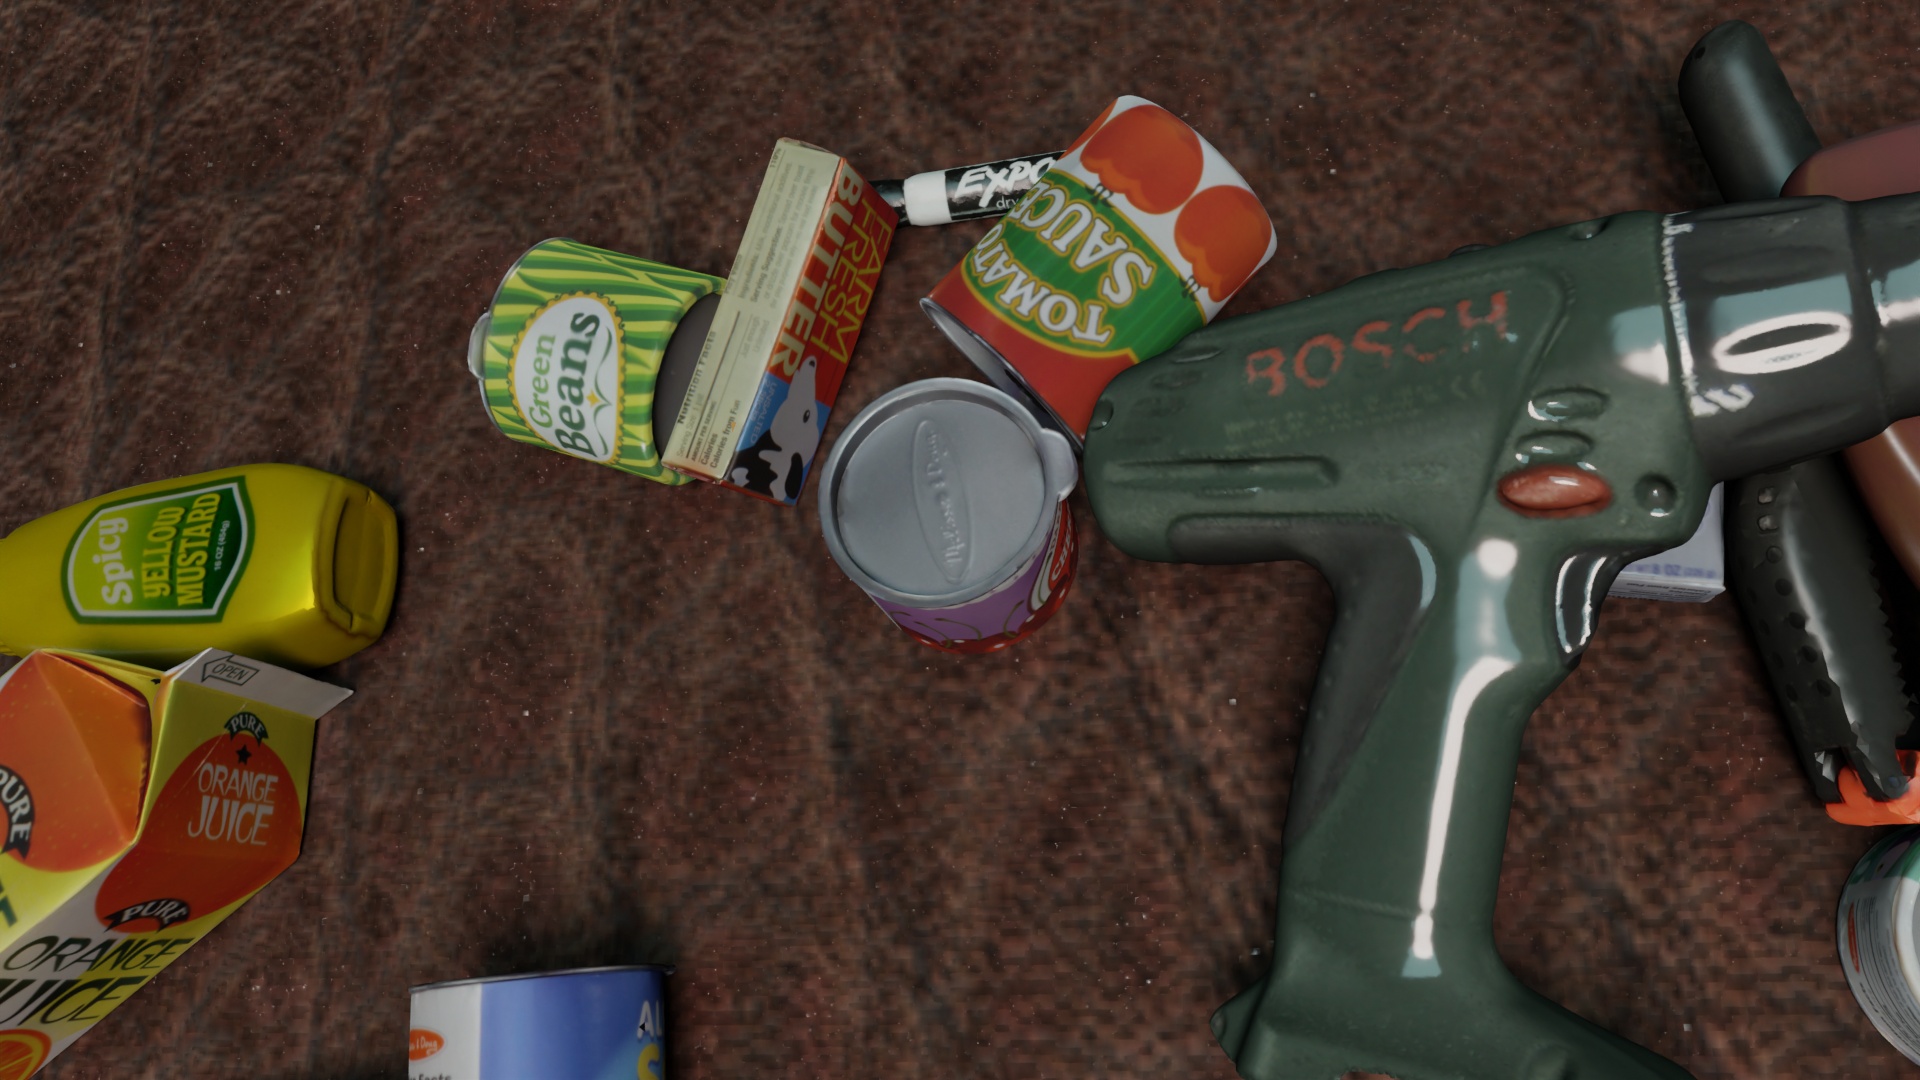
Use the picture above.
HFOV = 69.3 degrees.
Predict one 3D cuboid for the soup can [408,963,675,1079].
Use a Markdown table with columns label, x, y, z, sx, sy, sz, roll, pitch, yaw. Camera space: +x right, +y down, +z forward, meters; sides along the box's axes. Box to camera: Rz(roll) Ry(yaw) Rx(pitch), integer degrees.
| label | x | y | z | sx | sy | sz | roll | pitch | yaw |
| --- | --- | --- | --- | --- | --- | --- | --- | --- | --- |
| soup can | -0.107 | 0.157 | 0.364 | 0.071 | 0.071 | 0.084 | -9 | 72 | 8 |

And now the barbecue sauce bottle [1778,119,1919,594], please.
| label | x | y | z | sx | sy | sz | roll | pitch | yaw |
| --- | --- | --- | --- | --- | --- | --- | --- | --- | --- |
| barbecue sauce bottle | 0.235 | -0.022 | 0.315 | 0.065 | 0.043 | 0.149 | -8 | 76 | 16 |

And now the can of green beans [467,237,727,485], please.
| label | x | y | z | sx | sy | sz | roll | pitch | yaw |
| --- | --- | --- | --- | --- | --- | --- | --- | --- | --- |
| can of green beans | -0.105 | -0.055 | 0.432 | 0.058 | 0.071 | 0.071 | 16 | 76 | 15 |

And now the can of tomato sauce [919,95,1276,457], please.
| label | x | y | z | sx | sy | sz | roll | pitch | yaw |
| --- | --- | --- | --- | --- | --- | --- | --- | --- | --- |
| can of tomato sauce | 0.040 | -0.077 | 0.404 | 0.083 | 0.071 | 0.071 | -46 | 70 | 0 |

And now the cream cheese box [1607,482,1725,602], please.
| label | x | y | z | sx | sy | sz | roll | pitch | yaw |
| --- | --- | --- | --- | --- | --- | --- | --- | --- | --- |
| cream cheese box | 0.155 | -0.013 | 0.388 | 0.104 | 0.024 | 0.053 | 3 | 72 | 12 |

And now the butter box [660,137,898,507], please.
| label | x | y | z | sx | sy | sz | roll | pitch | yaw |
| --- | --- | --- | --- | --- | --- | --- | --- | --- | --- |
| butter box | -0.052 | -0.064 | 0.421 | 0.024 | 0.053 | 0.103 | 19 | 88 | 17 |

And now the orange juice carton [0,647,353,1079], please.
| label | x | y | z | sx | sy | sz | roll | pitch | yaw |
| --- | --- | --- | --- | --- | --- | --- | --- | --- | --- |
| orange juice carton | -0.276 | 0.099 | 0.411 | 0.193 | 0.071 | 0.073 | -39 | 70 | -3 |

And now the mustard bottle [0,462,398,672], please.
| label | x | y | z | sx | sy | sz | roll | pitch | yaw |
| --- | --- | --- | --- | --- | --- | --- | --- | --- | --- |
| mustard bottle | -0.265 | 0.015 | 0.449 | 0.160 | 0.048 | 0.065 | -7 | 68 | 9 |

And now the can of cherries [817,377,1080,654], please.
| label | x | y | z | sx | sy | sz | roll | pitch | yaw |
| --- | --- | --- | --- | --- | --- | --- | --- | --- | --- |
| can of cherries | 0.001 | -0.005 | 0.398 | 0.071 | 0.058 | 0.071 | -4 | 71 | 10 |

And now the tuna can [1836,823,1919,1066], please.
| label | x | y | z | sx | sy | sz | roll | pitch | yaw |
| --- | --- | --- | --- | --- | --- | --- | --- | --- | --- |
| tuna can | 0.253 | 0.097 | 0.328 | 0.071 | 0.032 | 0.071 | -3 | 72 | 11 |
